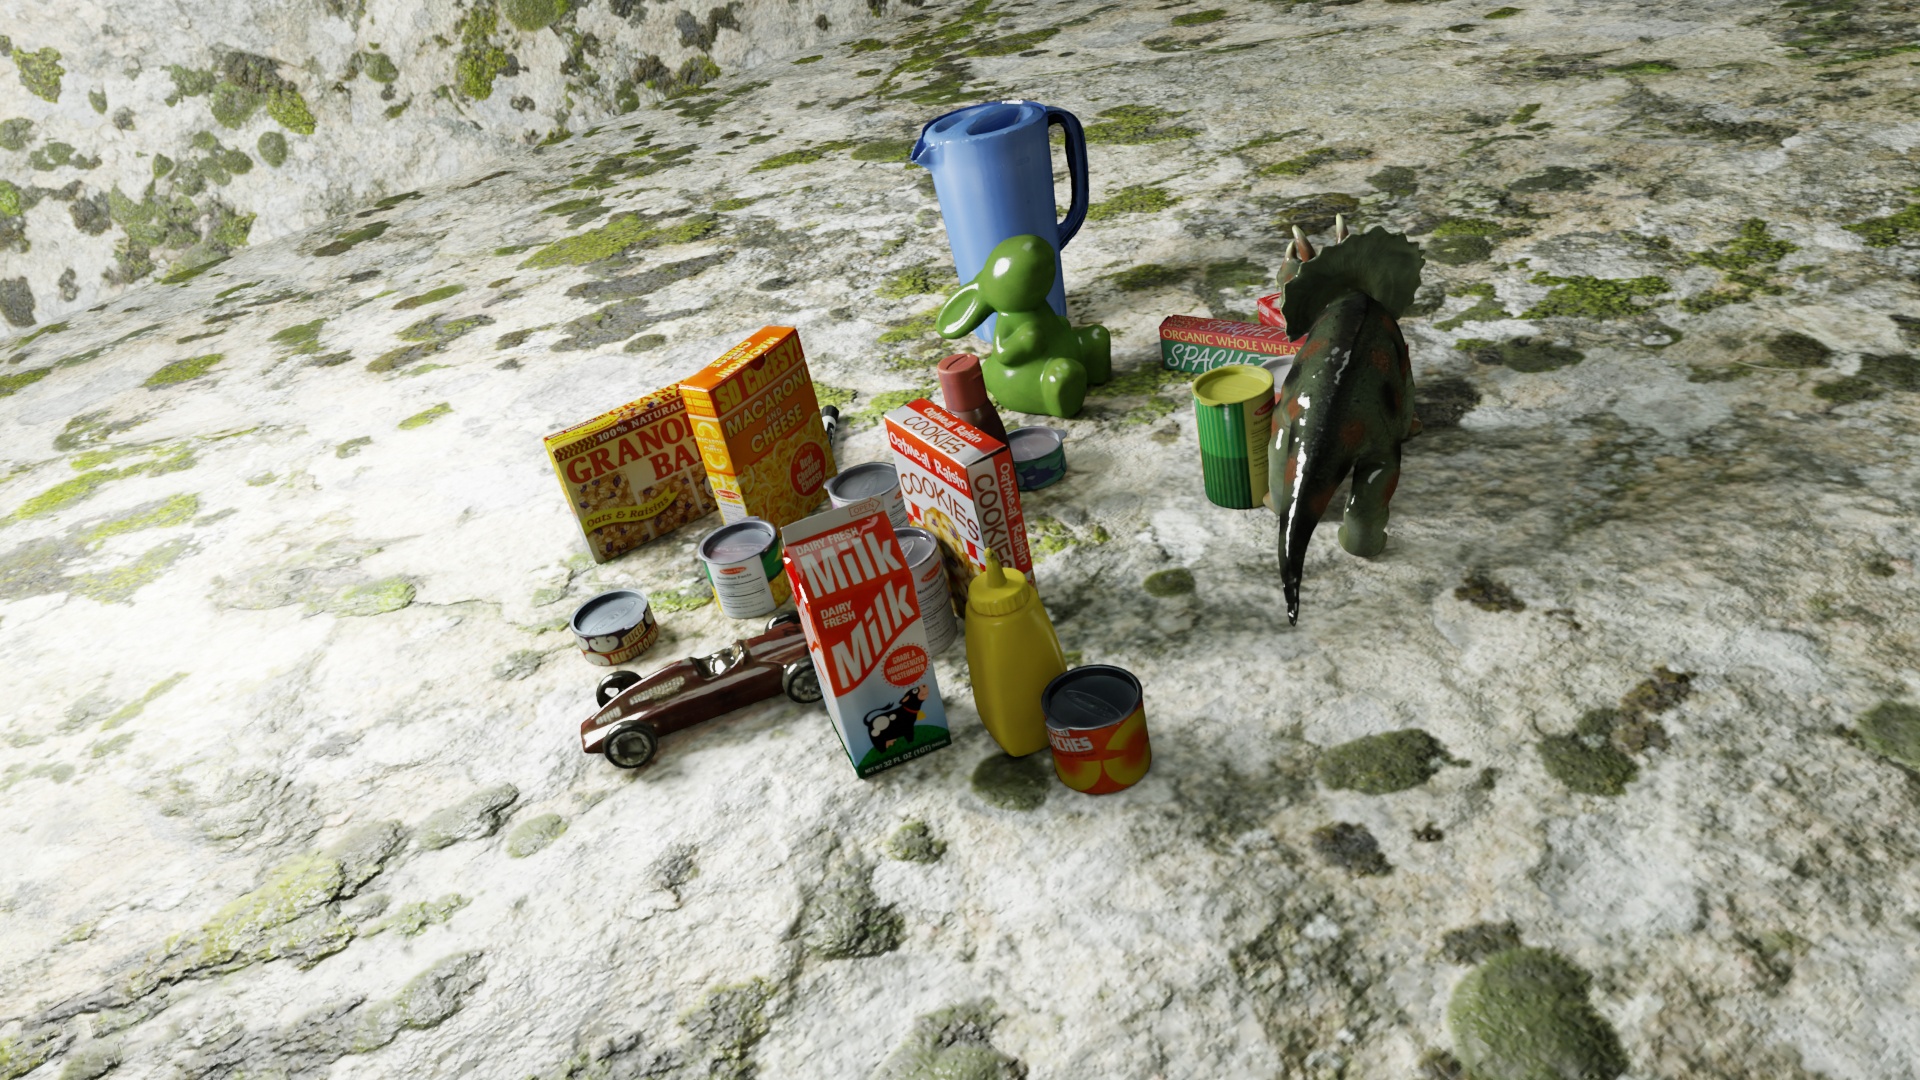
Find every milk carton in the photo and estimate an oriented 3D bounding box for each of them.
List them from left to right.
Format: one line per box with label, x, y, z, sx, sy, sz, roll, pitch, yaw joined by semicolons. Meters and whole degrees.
milk carton;-0.066;0.060;0.942;0.072;0.189;0.074;-20;32;-12

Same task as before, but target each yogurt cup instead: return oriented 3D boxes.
yogurt cup;0.299;-0.128;1.242;0.072;0.053;0.073;-9;31;6

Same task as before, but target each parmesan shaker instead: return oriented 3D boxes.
parmesan shaker;0.228;-0.084;1.150;0.071;0.102;0.071;-9;31;6

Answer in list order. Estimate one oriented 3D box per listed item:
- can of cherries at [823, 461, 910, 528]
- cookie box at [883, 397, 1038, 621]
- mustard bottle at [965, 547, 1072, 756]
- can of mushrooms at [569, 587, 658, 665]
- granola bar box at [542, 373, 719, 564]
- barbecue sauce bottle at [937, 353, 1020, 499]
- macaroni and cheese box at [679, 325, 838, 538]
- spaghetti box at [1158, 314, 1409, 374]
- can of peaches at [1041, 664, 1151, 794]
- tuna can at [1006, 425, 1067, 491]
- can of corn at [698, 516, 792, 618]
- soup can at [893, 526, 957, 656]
can of cherries;-0.079;-0.028;1.213;0.071;0.058;0.072;-9;31;6
cookie box;0.004;-0.013;1.055;0.040;0.166;0.123;-27;34;-22
mustard bottle;0.034;0.068;0.921;0.065;0.159;0.049;-23;33;-17
can of mushrooms;-0.285;0.072;1.150;0.071;0.033;0.071;-9;31;6
granola bar box;-0.287;-0.069;1.290;0.166;0.123;0.039;-27;34;-22
barbecue sauce bottle;0.012;-0.086;1.187;0.044;0.147;0.065;15;41;38
macaroni and cheese box;-0.175;-0.092;1.246;0.040;0.165;0.124;10;38;33
spaghetti box;0.301;-0.175;1.320;0.250;0.050;0.029;15;41;37
can of peaches;0.088;0.125;0.909;0.071;0.057;0.071;-9;31;6
tuna can;0.065;-0.075;1.262;0.071;0.032;0.071;-9;31;6
can of corn;-0.179;0.023;1.168;0.071;0.058;0.071;-9;31;6
soup can;-0.044;0.041;1.066;0.071;0.083;0.072;-9;31;6
